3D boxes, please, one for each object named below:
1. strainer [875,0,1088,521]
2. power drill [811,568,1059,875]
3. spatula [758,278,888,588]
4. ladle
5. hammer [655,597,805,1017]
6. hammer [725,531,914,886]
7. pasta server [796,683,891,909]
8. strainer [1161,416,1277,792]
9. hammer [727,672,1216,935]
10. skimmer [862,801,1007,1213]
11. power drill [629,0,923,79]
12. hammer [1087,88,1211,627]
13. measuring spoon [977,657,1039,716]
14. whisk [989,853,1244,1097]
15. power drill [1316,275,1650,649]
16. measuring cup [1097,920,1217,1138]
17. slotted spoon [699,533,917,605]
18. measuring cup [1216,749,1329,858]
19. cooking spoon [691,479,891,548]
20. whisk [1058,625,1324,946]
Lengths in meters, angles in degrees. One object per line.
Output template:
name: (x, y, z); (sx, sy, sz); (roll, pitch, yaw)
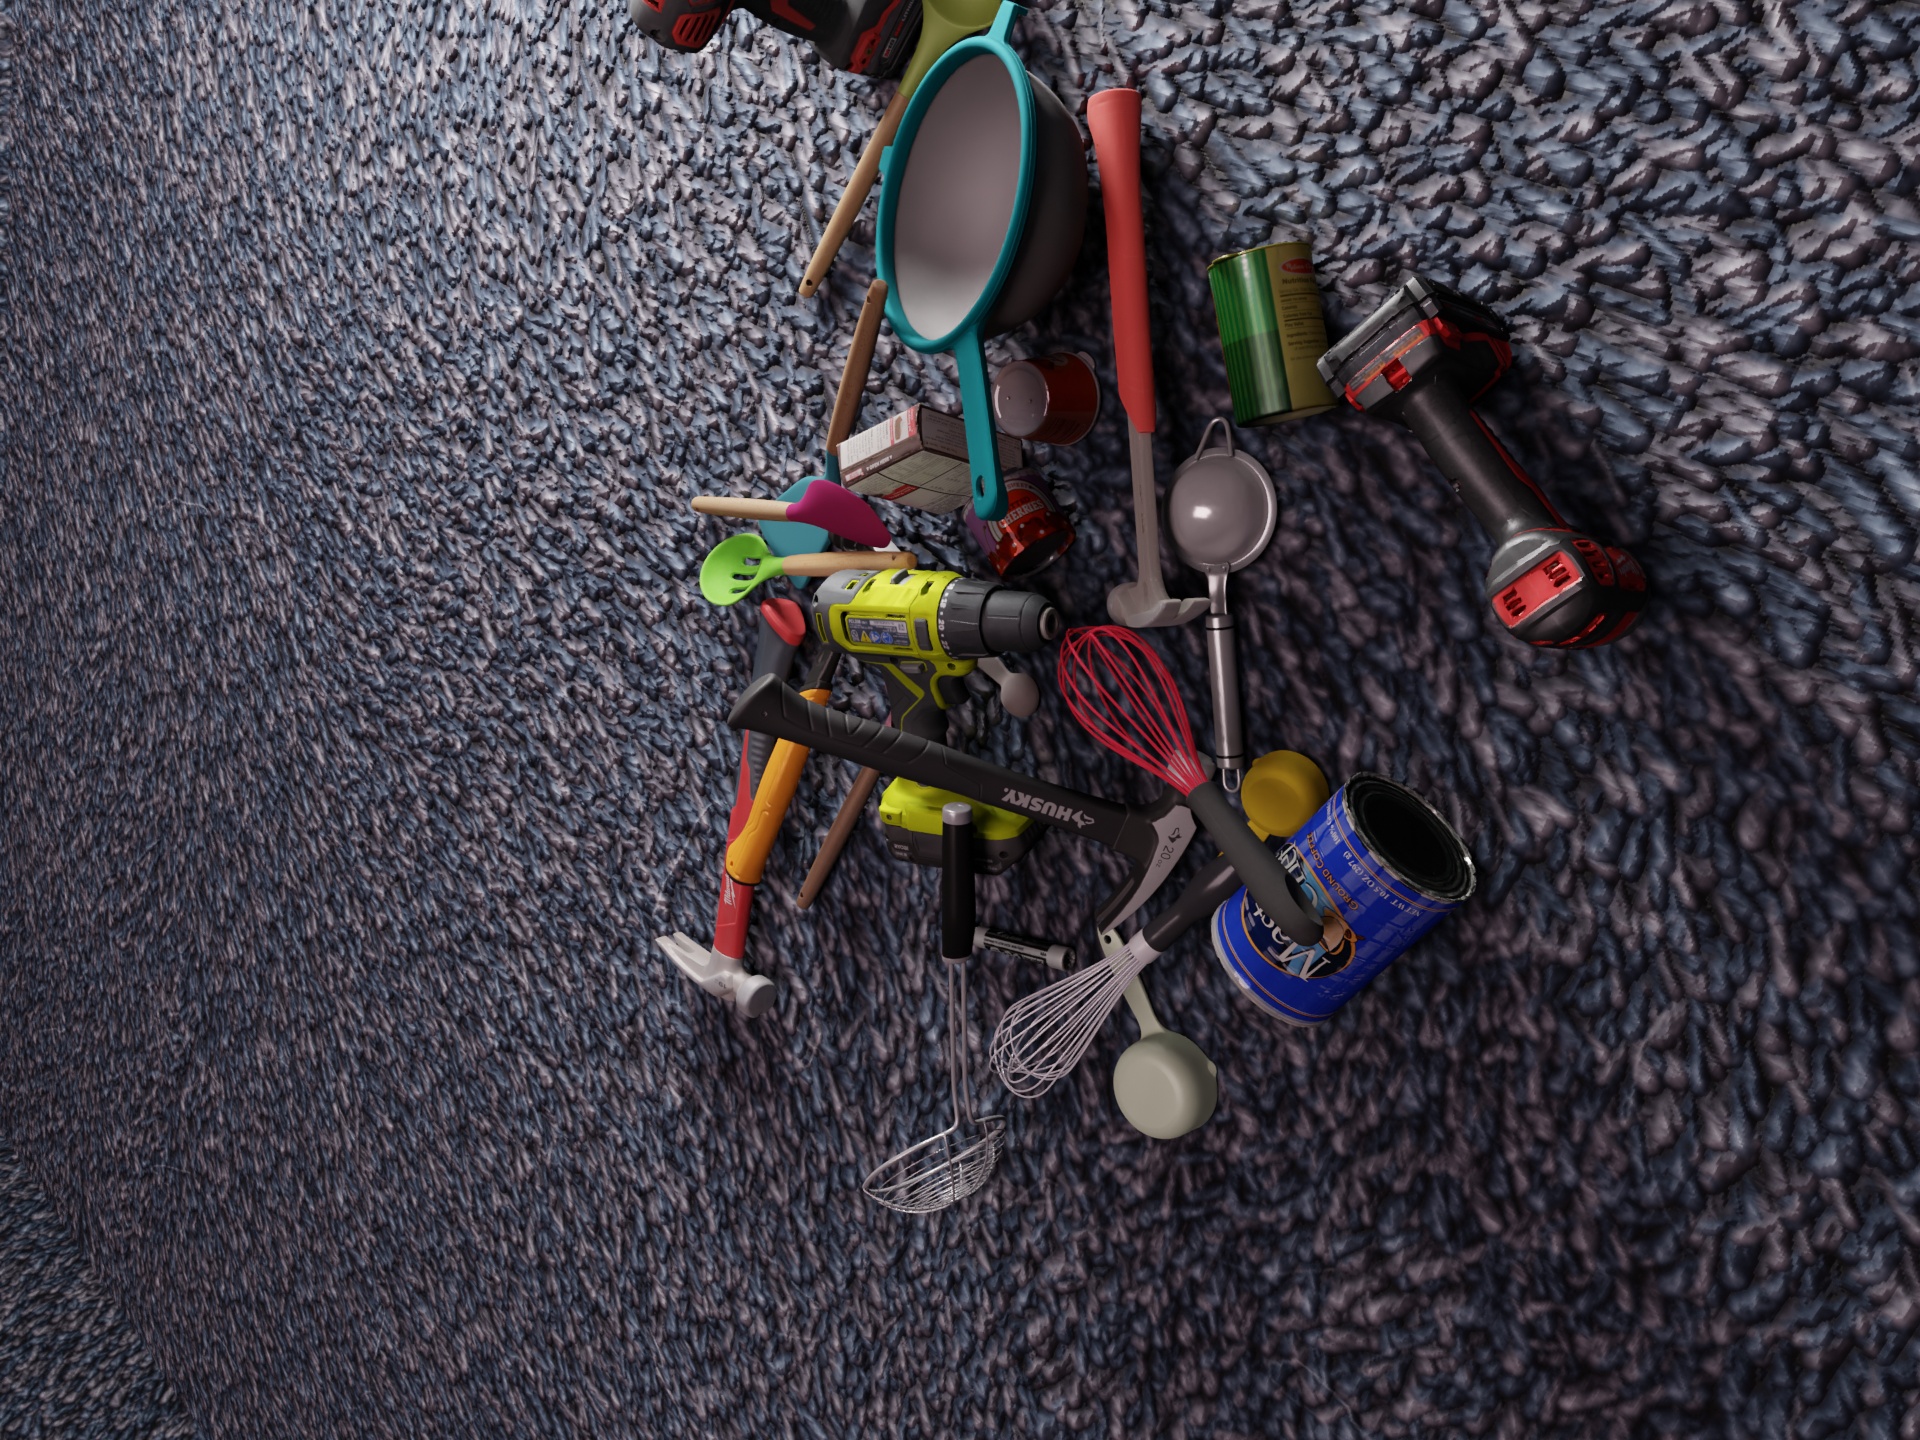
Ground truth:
strainer: (0.034, -0.294, 1.094); (0.211, 0.095, 0.340); (-28, 65, 56)
power drill: (-0.002, -0.004, 1.179); (0.191, 0.080, 0.228); (6, 121, 32)
spatula: (-0.103, -0.227, 1.255); (0.082, 0.044, 0.317); (59, 152, 20)
ladle: (-0.057, -0.448, 1.204); (0.078, 0.062, 0.320); (35, 127, -1)
hammer: (-0.201, 0.071, 1.442); (0.143, 0.038, 0.386); (26, 115, 36)
hammer: (-0.125, 0.000, 1.321); (0.127, 0.034, 0.336); (50, 124, 48)
pasta server: (-0.084, 0.047, 1.336); (0.060, 0.040, 0.316); (59, 133, 39)
strainer: (0.177, -0.075, 1.085); (0.087, 0.050, 0.258); (1, 103, 36)
hammer: (0.000, 0.043, 1.113); (0.334, 0.035, 0.146); (18, 108, -10)
skimmer: (-0.019, 0.227, 1.233); (0.090, 0.127, 0.363); (25, 121, 52)
power drill: (-0.111, -0.551, 1.113); (0.080, 0.226, 0.187); (50, 127, 22)
hammer: (0.119, -0.242, 1.066); (0.149, 0.036, 0.359); (-176, 81, -81)
measuring spoon: (0.014, -0.047, 1.243); (0.124, 0.018, 0.034); (45, 125, 26)
whisk: (0.113, 0.180, 1.149); (0.284, 0.070, 0.070); (-48, 68, 29)
power drill: (0.307, -0.137, 0.899); (0.078, 0.143, 0.220); (-41, 65, 34)
measuring cup: (0.131, 0.231, 1.183); (0.083, 0.038, 0.168); (-30, 80, 40)
slotted spoon: (-0.127, -0.124, 1.295); (0.314, 0.031, 0.070); (5, 71, 54)
measuring cup: (0.196, 0.086, 1.100); (0.062, 0.029, 0.156); (40, 125, 14)
cooking spoon: (-0.149, -0.171, 1.308); (0.319, 0.017, 0.068); (15, 149, 55)
whisk: (0.146, 0.035, 1.037); (0.296, 0.073, 0.073); (57, 130, 38)
